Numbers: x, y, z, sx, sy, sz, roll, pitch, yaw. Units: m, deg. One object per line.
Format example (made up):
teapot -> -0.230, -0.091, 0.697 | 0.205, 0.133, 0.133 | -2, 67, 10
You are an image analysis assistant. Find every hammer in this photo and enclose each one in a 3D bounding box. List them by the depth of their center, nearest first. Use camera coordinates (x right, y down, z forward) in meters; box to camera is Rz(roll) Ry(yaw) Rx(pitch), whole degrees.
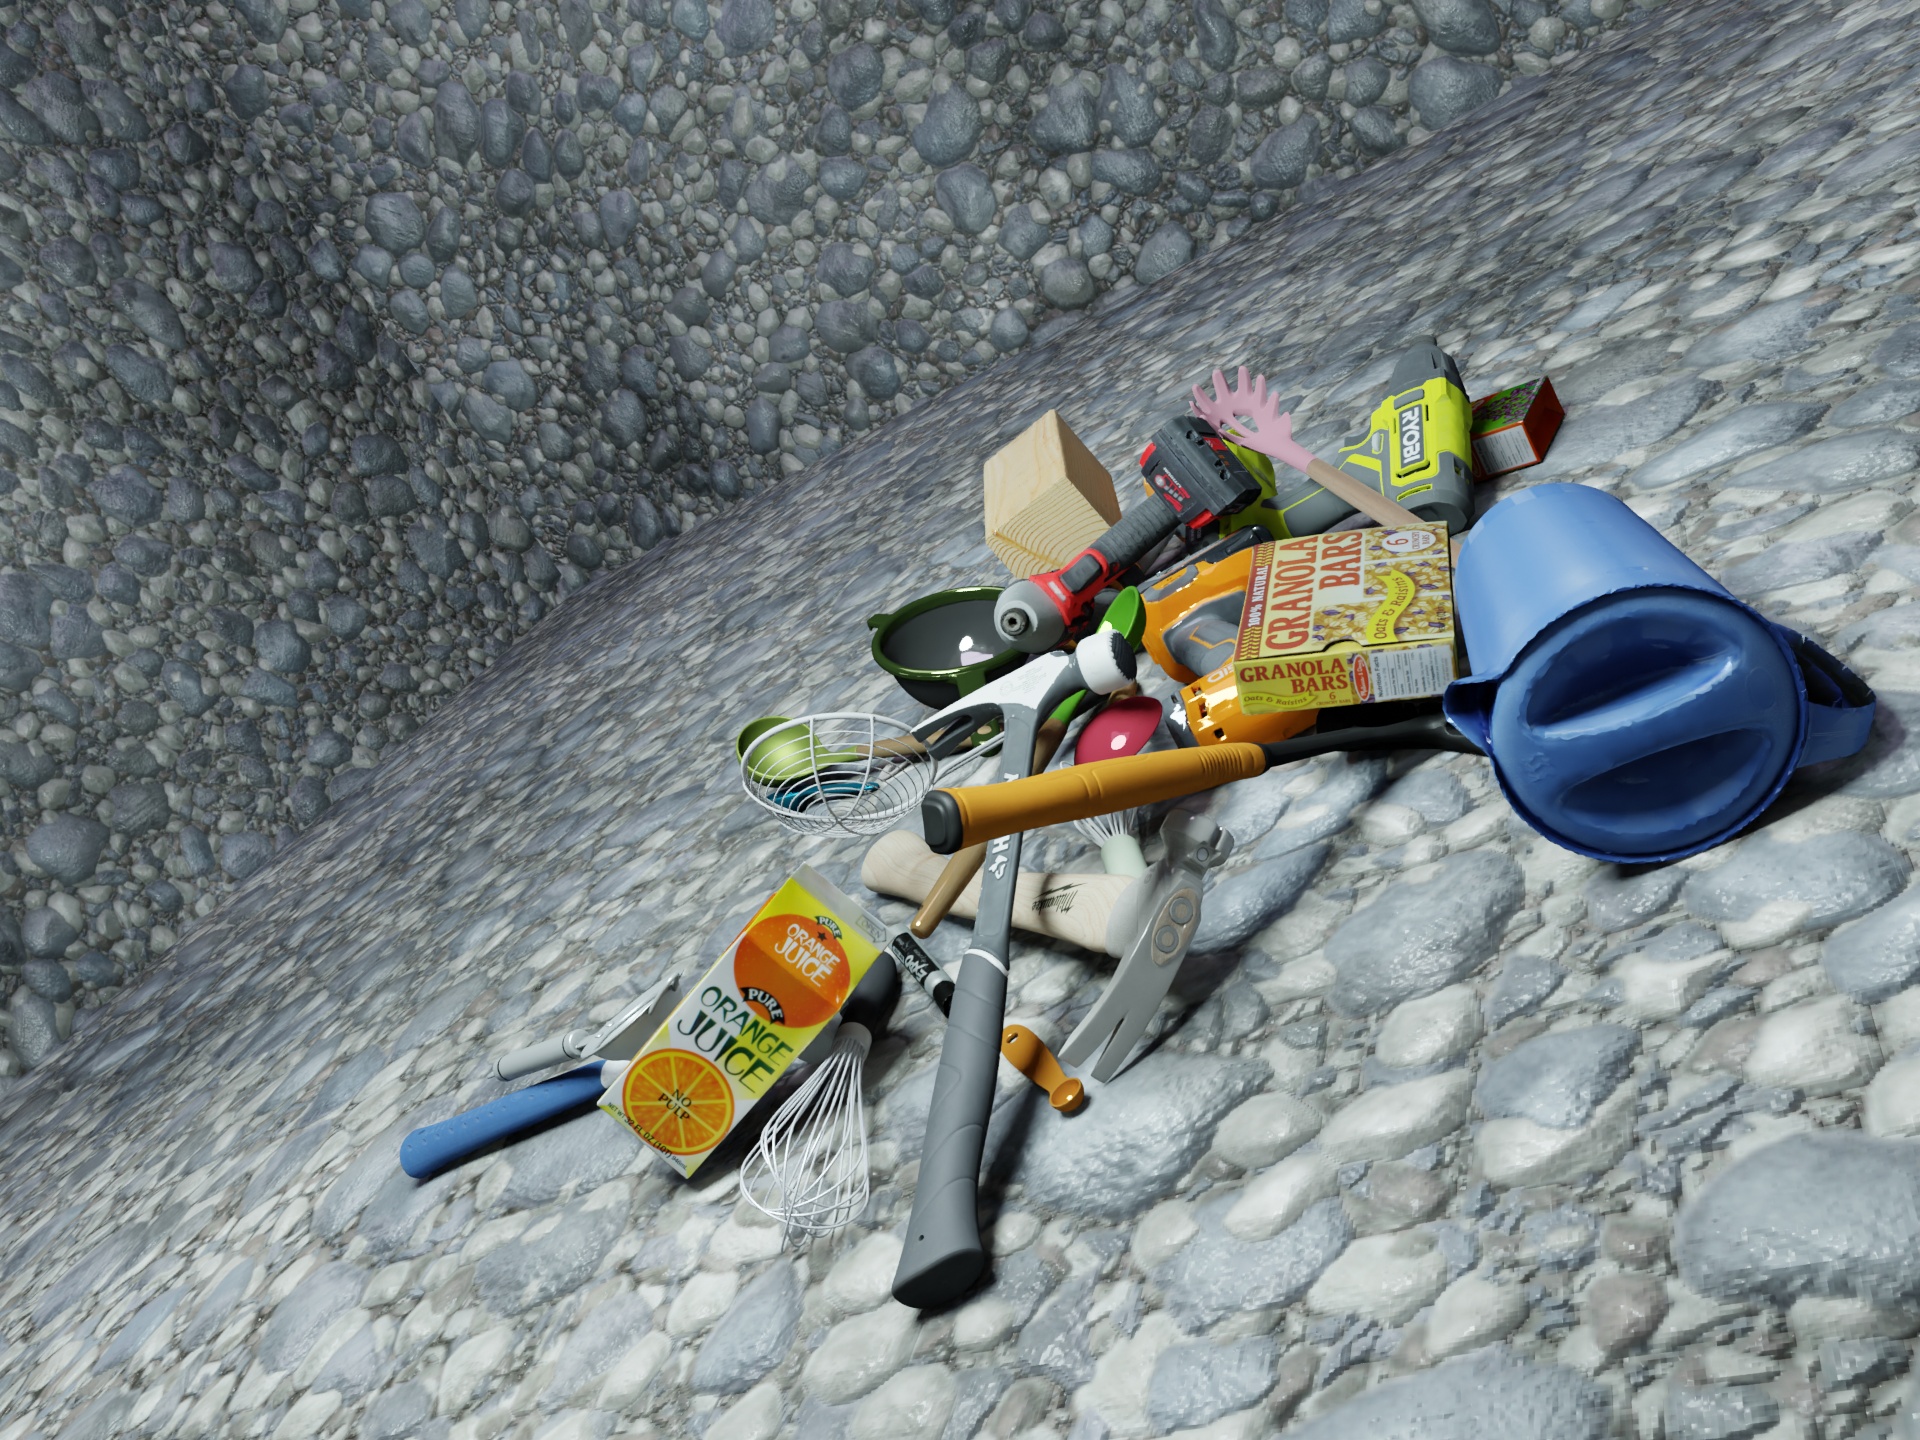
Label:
hammer -> 0.132, 0.026, 0.835 | 0.336, 0.034, 0.127 | -10, 5, -31
hammer -> 0.012, 0.116, 0.862 | 0.149, 0.036, 0.409 | -20, 38, 30
hammer -> 0.019, 0.118, 0.995 | 0.146, 0.038, 0.411 | -61, 21, -13
hammer -> -0.237, 0.244, 1.126 | 0.405, 0.035, 0.144 | -25, 20, 22

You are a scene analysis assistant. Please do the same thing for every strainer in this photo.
strainer -> -0.258, 0.222, 1.097 | 0.258, 0.050, 0.087 | -25, 13, 41
strainer -> 0.010, -0.025, 1.325 | 0.151, 0.069, 0.257 | -13, 33, -1

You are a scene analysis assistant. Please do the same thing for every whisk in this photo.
whisk -> -0.070, 0.206, 0.923 | 0.070, 0.070, 0.285 | -28, 13, 15
whisk -> 0.098, 0.079, 0.993 | 0.246, 0.057, 0.059 | -101, 35, -68

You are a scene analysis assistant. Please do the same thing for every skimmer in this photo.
skimmer -> -0.002, -0.004, 1.140 | 0.363, 0.090, 0.127 | -27, -11, -49

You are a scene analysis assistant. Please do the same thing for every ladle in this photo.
ladle -> 0.112, -0.009, 1.108 | 0.069, 0.031, 0.315 | -39, 1, 11
ladle -> -0.074, 0.015, 1.390 | 0.320, 0.062, 0.078 | -9, 32, 40

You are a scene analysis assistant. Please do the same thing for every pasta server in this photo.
pasta server -> 0.276, -0.181, 1.171 | 0.060, 0.040, 0.317 | -35, 43, -8

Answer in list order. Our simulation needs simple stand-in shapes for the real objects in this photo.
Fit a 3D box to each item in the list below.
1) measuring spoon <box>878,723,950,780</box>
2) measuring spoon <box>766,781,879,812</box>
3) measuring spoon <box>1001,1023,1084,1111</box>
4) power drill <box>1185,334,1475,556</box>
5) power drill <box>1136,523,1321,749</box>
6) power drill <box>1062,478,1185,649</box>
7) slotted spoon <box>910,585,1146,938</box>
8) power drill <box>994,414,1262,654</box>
measuring spoon -> -0.021, 0.015, 1.404 | 0.124, 0.018, 0.034 | -40, 30, -2
measuring spoon -> -0.121, 0.071, 1.424 | 0.129, 0.021, 0.042 | -7, 12, 37
measuring spoon -> 0.043, 0.186, 0.855 | 0.021, 0.011, 0.117 | -40, 15, -8
power drill -> 0.291, -0.199, 1.250 | 0.223, 0.080, 0.171 | -19, 53, 39
power drill -> 0.208, -0.057, 1.101 | 0.164, 0.084, 0.227 | -29, 23, 10
power drill -> 0.166, -0.144, 1.397 | 0.226, 0.084, 0.185 | -42, 19, -12
slotted spoon -> 0.050, 0.022, 1.021 | 0.314, 0.031, 0.070 | -54, 5, -36
power drill -> 0.118, -0.133, 1.222 | 0.219, 0.078, 0.143 | -41, -6, 21
